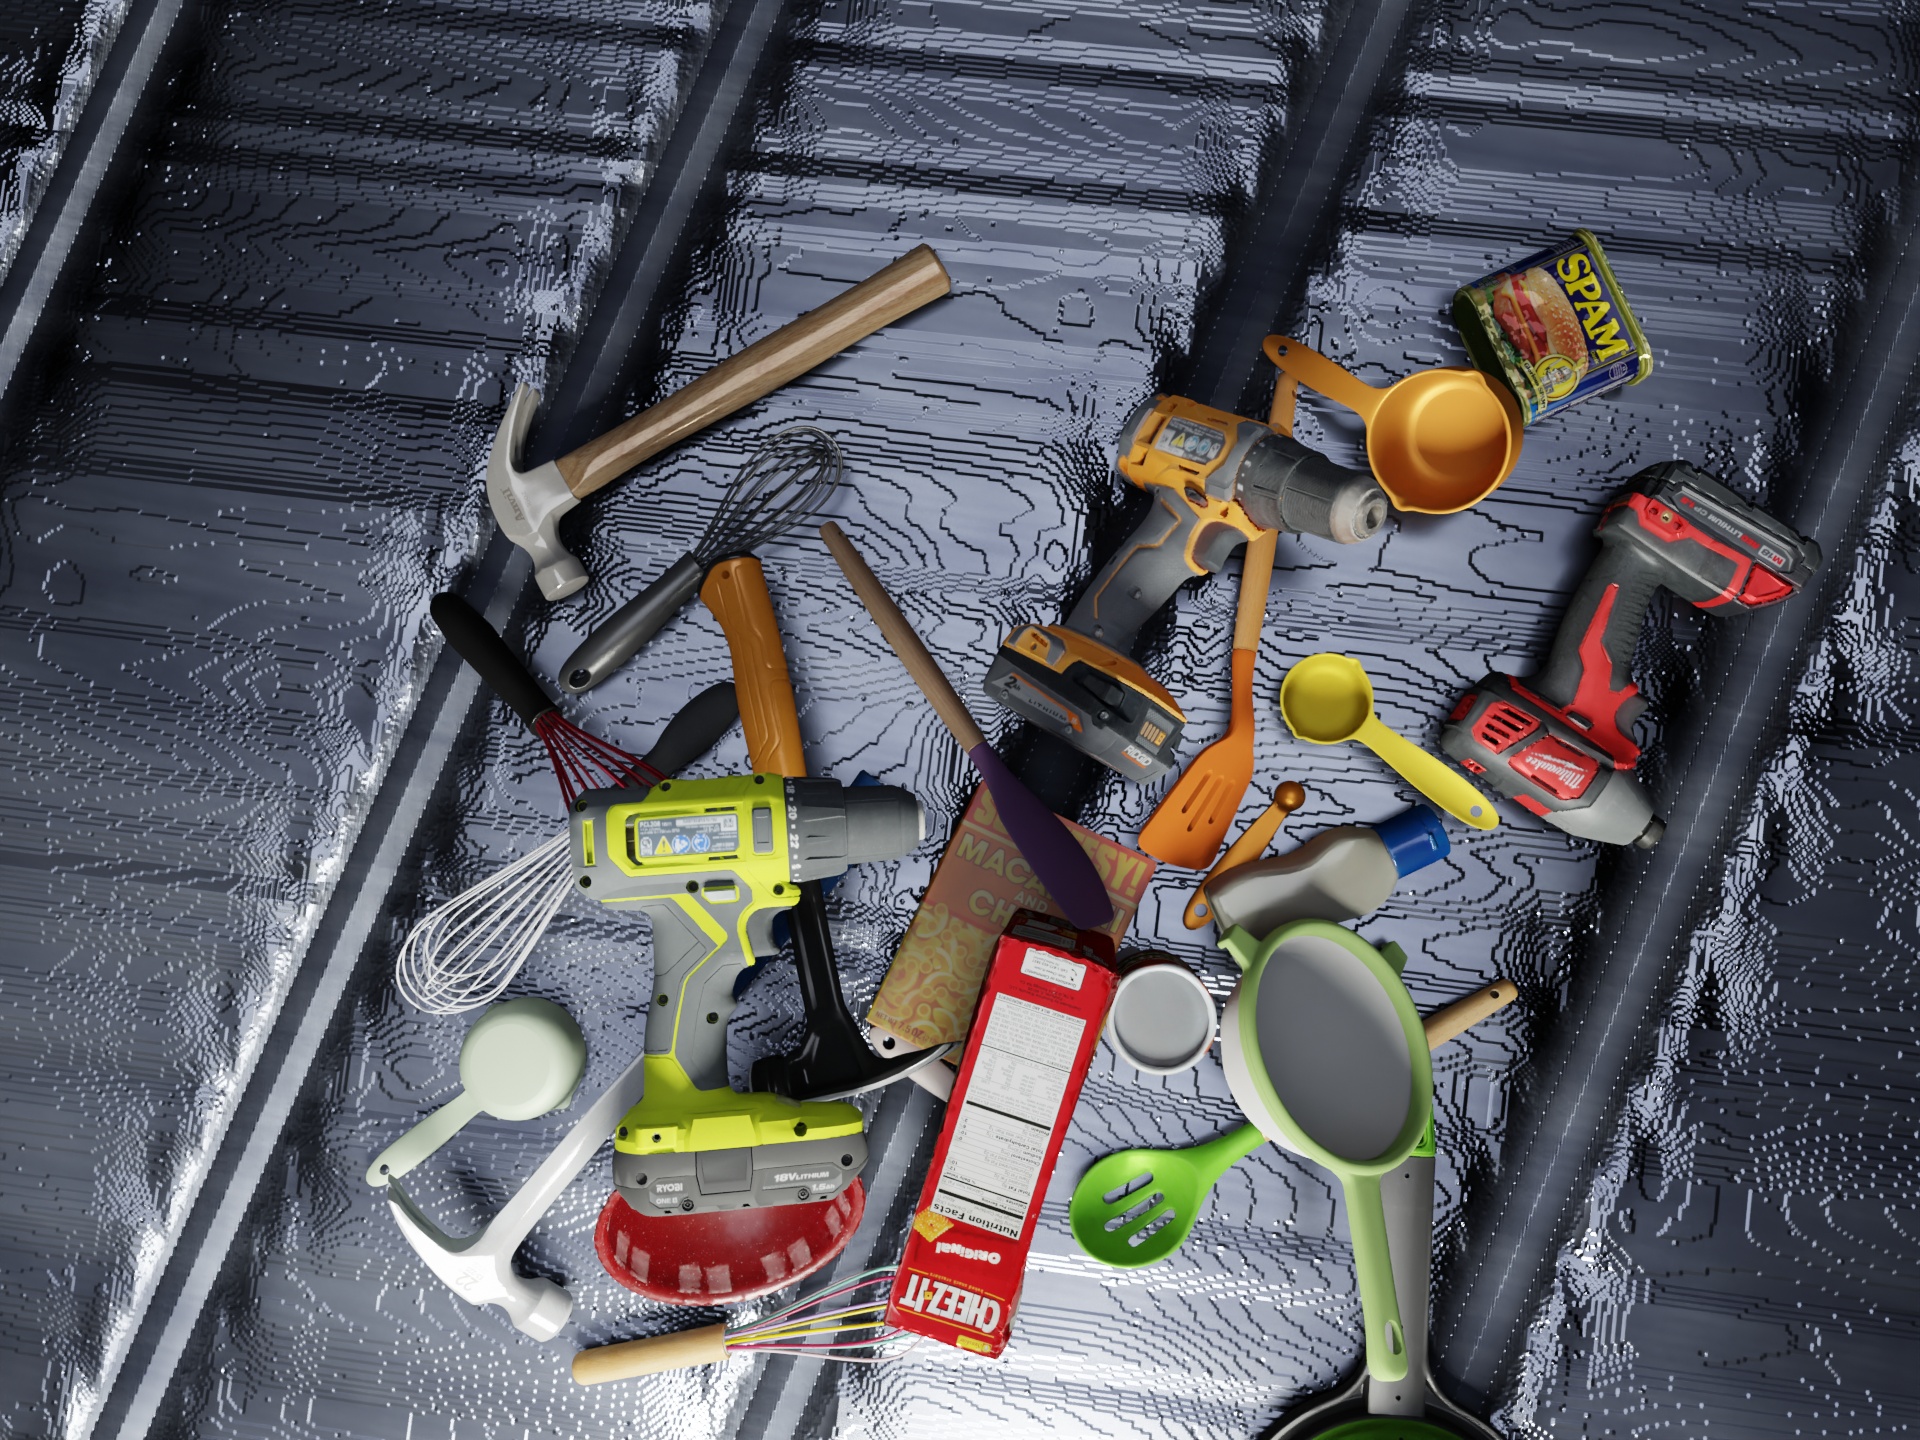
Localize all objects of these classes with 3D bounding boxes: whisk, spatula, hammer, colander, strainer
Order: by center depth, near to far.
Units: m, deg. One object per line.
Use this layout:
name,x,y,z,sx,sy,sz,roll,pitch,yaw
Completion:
strainer,0.209,0.247,0.926,0.151,0.069,0.257,10,64,-33
colander,0.264,0.428,0.940,0.204,0.094,0.397,3,87,3
hammer,-0.097,0.055,0.954,0.127,0.034,0.337,-18,77,17
whisk,-0.244,0.013,0.980,0.073,0.073,0.296,-46,66,0
spatula,-0.002,-0.003,0.982,0.018,0.059,0.316,-47,68,31
whisk,-0.125,0.381,0.988,0.245,0.047,0.051,-13,109,6
hammer,-0.182,0.193,0.990,0.144,0.035,0.405,42,85,-23
spatula,0.174,-0.067,0.999,0.041,0.081,0.323,1,76,43
whisk,-0.242,0.079,1.011,0.070,0.070,0.284,45,85,5
whisk,-0.170,-0.101,1.020,0.239,0.055,0.055,-42,85,4
hammer,-0.158,-0.215,1.033,0.331,0.031,0.130,-30,86,1

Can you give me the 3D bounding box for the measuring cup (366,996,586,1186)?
measuring cup,-0.315,0.244,1.009,0.167,0.038,0.083,-38,85,-2

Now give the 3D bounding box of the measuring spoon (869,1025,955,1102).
measuring spoon,-0.008,0.233,1.004,0.124,0.018,0.034,36,89,5

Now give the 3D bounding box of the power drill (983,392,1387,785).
power drill,0.134,-0.077,0.947,0.185,0.084,0.226,30,89,45

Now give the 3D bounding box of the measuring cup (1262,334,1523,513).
measuring cup,0.270,-0.198,0.996,0.174,0.052,0.095,37,122,21

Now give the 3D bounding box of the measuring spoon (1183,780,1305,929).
measuring spoon,0.179,0.086,1.006,0.021,0.011,0.117,38,90,5

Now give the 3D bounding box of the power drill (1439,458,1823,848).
power drill,0.411,-0.035,0.971,0.143,0.078,0.219,35,92,6

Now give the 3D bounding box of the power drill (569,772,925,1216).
power drill,-0.110,0.141,0.868,0.190,0.080,0.228,-3,85,-7

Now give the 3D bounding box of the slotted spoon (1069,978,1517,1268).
slotted spoon,0.209,0.244,0.987,0.314,0.031,0.070,-30,62,-1

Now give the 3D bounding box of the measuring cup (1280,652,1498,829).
measuring cup,0.267,0.018,0.992,0.156,0.029,0.062,38,91,8
